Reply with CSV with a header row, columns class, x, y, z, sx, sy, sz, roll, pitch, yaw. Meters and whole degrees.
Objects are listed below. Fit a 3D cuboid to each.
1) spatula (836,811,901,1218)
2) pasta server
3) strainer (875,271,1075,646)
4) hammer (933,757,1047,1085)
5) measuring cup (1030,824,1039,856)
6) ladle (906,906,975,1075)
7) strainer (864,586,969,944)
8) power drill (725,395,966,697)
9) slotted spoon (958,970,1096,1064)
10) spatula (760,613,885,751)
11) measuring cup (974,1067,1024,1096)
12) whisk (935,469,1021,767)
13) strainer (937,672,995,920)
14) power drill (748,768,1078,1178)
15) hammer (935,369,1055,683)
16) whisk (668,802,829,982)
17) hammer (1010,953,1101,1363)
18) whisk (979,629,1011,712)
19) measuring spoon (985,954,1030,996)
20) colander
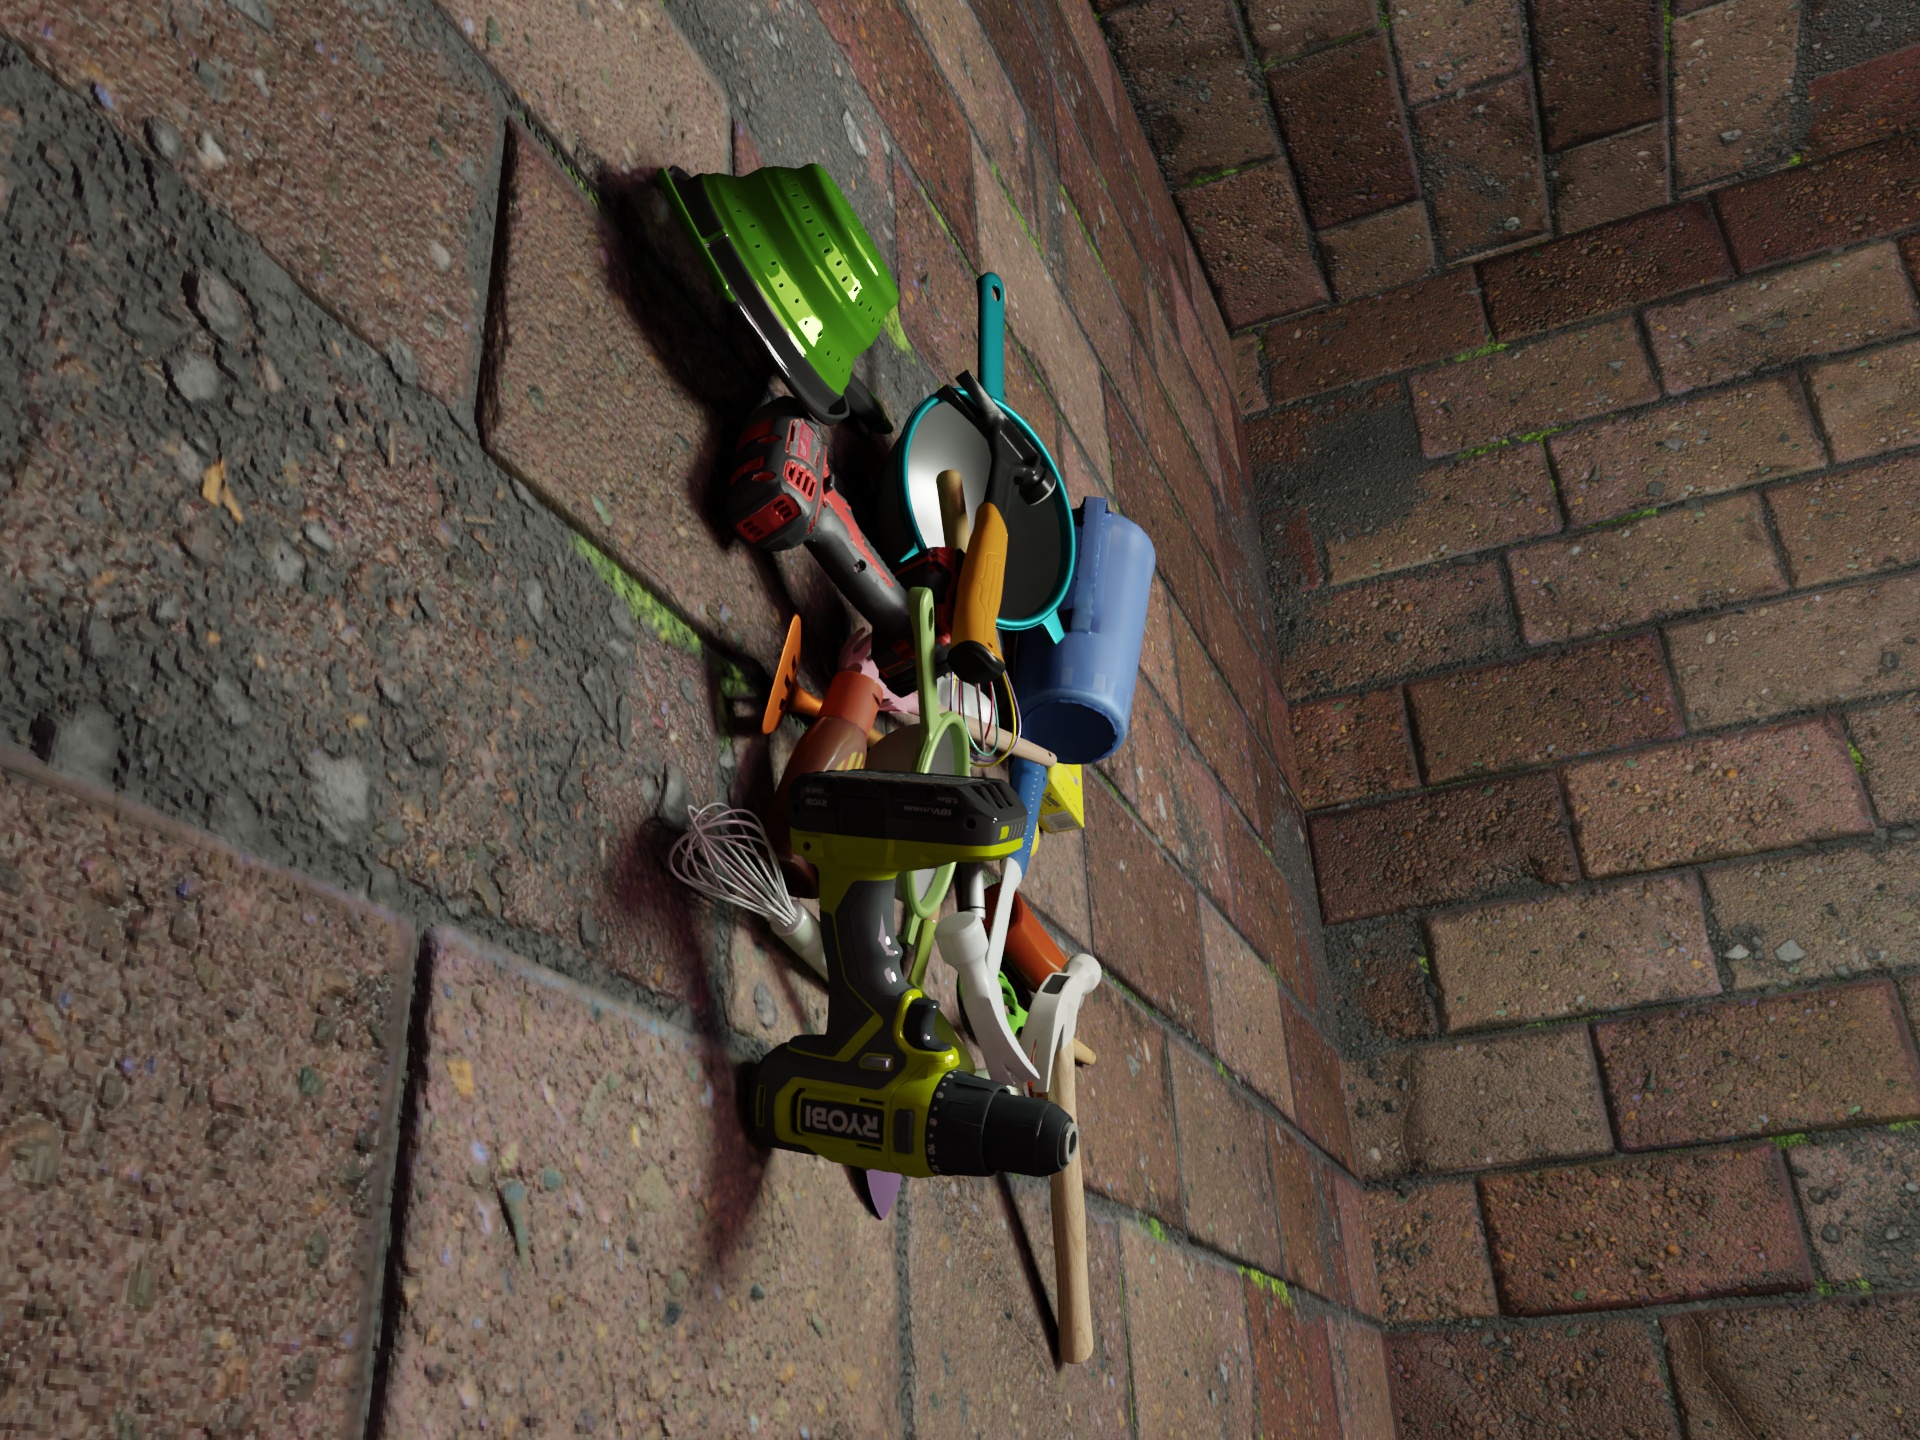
class,x,y,z,sx,sy,sz,roll,pitch,yaw
spatula,-0.065,0.185,1.022,0.060,0.018,0.315,-55,141,-63
pasta server,-0.002,-0.004,1.290,0.316,0.040,0.060,23,46,-52
strainer,-0.002,-0.229,1.379,0.210,0.095,0.341,20,62,-41
hammer,0.040,0.131,1.271,0.406,0.035,0.144,-72,146,-67
measuring cup,0.054,0.144,1.441,0.062,0.029,0.157,46,36,-55
ladle,-0.011,0.135,1.219,0.320,0.062,0.078,-85,163,-44
strainer,-0.045,0.020,1.119,0.152,0.069,0.256,-63,155,-54
power drill,-0.078,-0.131,1.138,0.219,0.078,0.143,45,29,-33
slotted spoon,0.070,0.271,1.409,0.313,0.031,0.070,45,26,-59
spatula,-0.076,0.005,1.152,0.322,0.041,0.081,35,68,-64
measuring cup,0.041,0.299,1.288,0.167,0.038,0.083,-37,113,-68
whisk,0.002,-0.081,1.239,0.051,0.047,0.245,8,67,-43
strainer,0.009,0.061,1.358,0.086,0.050,0.259,29,54,-57
power drill,-0.023,0.147,0.907,0.080,0.190,0.228,-4,97,-67
hammer,0.018,-0.142,1.197,0.127,0.034,0.337,47,28,-25
whisk,-0.110,0.119,0.982,0.059,0.058,0.246,53,-2,37
hammer,0.084,0.364,1.275,0.130,0.031,0.331,-29,118,-61
whisk,0.016,-0.154,1.489,0.073,0.073,0.296,-7,90,-71
measuring spoon,0.038,0.219,1.380,0.021,0.011,0.116,61,5,35
colander,-0.087,-0.304,1.181,0.205,0.094,0.397,62,9,14
